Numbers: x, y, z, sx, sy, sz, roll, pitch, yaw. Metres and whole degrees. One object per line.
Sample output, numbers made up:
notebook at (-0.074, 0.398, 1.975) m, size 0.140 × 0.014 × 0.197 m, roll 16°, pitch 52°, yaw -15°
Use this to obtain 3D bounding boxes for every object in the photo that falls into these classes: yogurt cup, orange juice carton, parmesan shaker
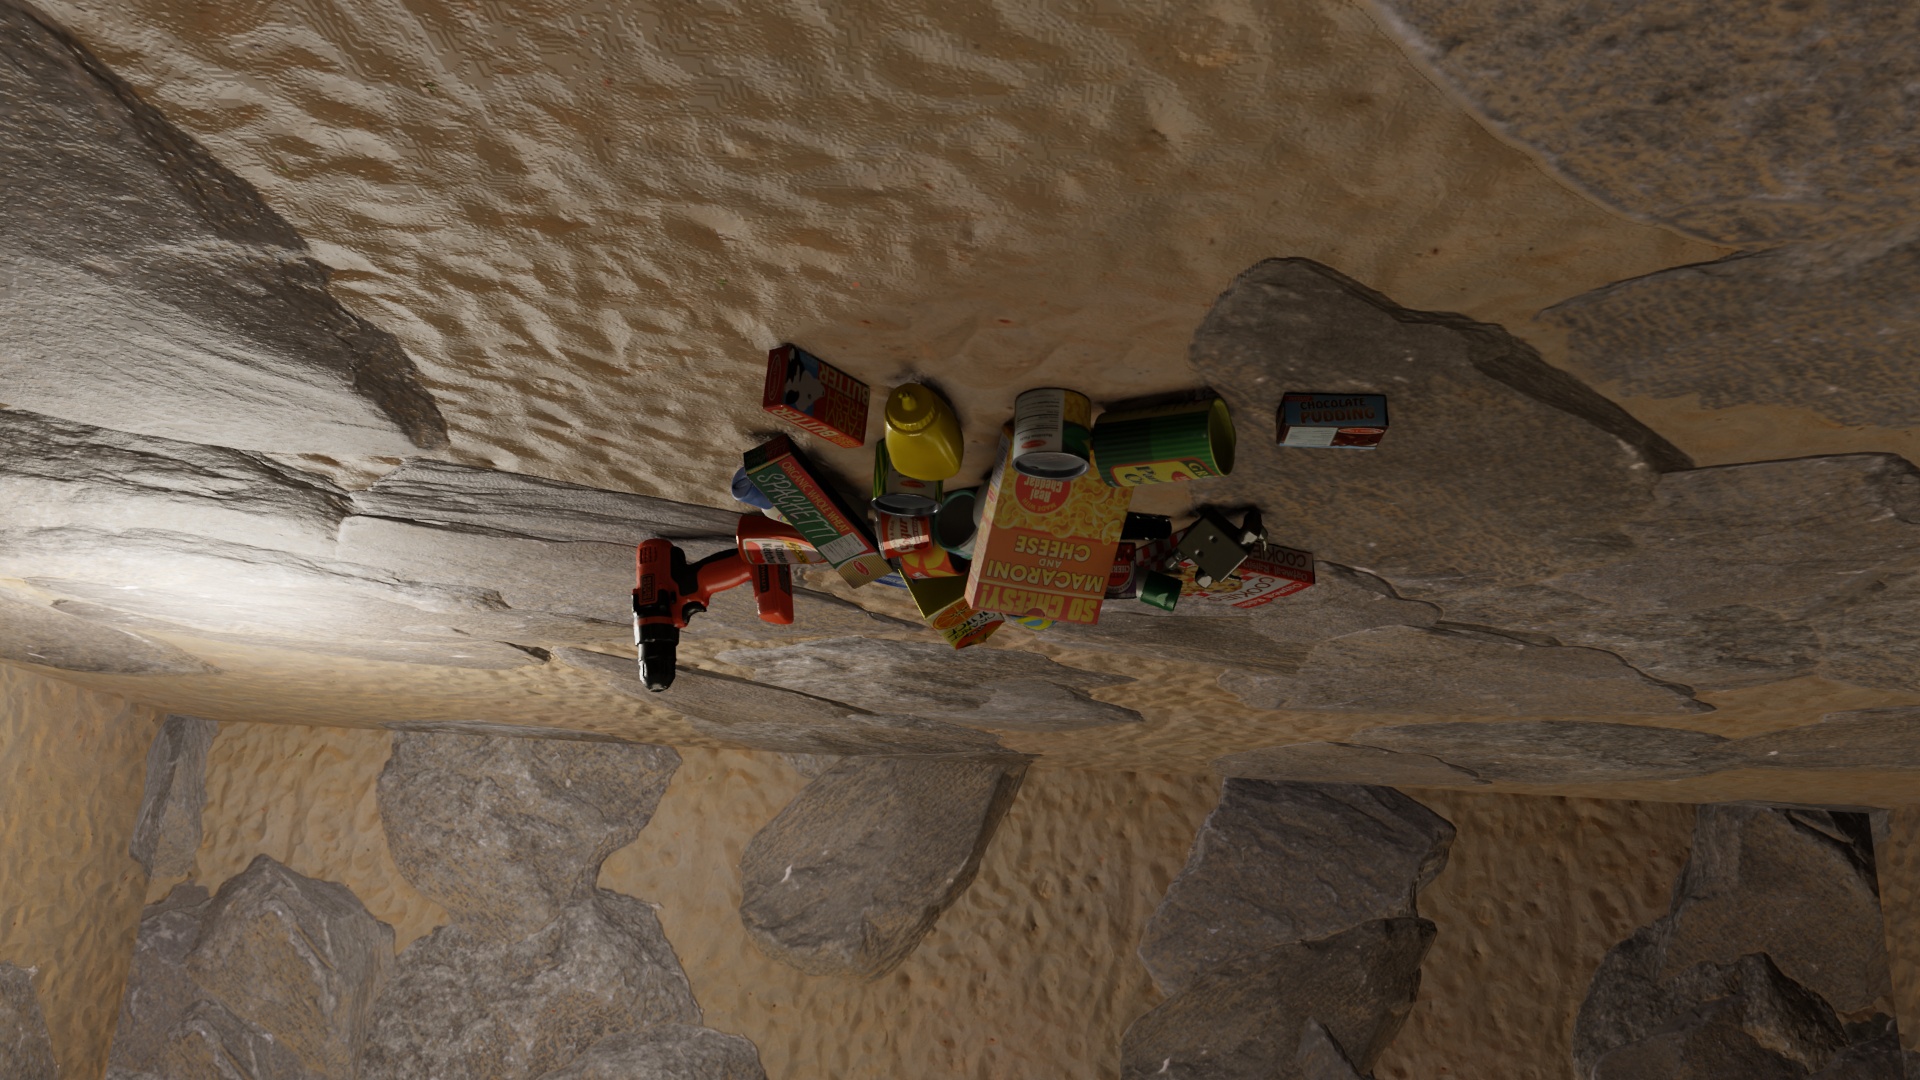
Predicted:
yogurt cup at (-0.057, -0.016, 1.430) m, size 0.054 × 0.072 × 0.072 m, roll -6°, pitch 162°, yaw 3°
orange juice carton at (-0.003, 0.071, 1.644) m, size 0.073 × 0.072 × 0.192 m, roll -30°, pitch 158°, yaw 3°
parmesan shaker at (0.172, -0.081, 1.166) m, size 0.103 × 0.071 × 0.071 m, roll -6°, pitch 160°, yaw 29°

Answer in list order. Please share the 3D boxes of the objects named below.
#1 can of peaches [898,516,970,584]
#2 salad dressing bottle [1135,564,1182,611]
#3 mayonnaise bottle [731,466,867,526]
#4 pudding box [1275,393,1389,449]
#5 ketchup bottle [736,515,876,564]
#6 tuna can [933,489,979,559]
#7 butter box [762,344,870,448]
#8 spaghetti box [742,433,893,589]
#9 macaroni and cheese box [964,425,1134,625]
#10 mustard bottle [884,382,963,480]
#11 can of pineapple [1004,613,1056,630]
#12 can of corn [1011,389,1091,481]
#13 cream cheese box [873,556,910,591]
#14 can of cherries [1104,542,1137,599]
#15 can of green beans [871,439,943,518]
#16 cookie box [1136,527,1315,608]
can of peaches at (-0.027, 0.010, 1.493) m, size 0.058 × 0.071 × 0.071 m, roll -6°, pitch 160°, yaw 25°
salad dressing bottle at (0.167, 0.037, 1.515) m, size 0.148 × 0.064 × 0.044 m, roll 18°, pitch -153°, yaw 11°
mayonnaise bottle at (-0.165, -0.038, 1.413) m, size 0.064 × 0.041 × 0.148 m, roll -20°, pitch 152°, yaw 38°
pudding box at (0.305, -0.098, 1.144) m, size 0.084 × 0.030 × 0.049 m, roll 2°, pitch 162°, yaw 5°
ketchup bottle at (-0.169, 0.000, 1.535) m, size 0.149 × 0.044 × 0.064 m, roll 1°, pitch 145°, yaw 6°
tuna can at (0.005, -0.018, 1.411) m, size 0.071 × 0.071 × 0.033 m, roll -10°, pitch 157°, yaw 38°
butter box at (-0.116, -0.116, 1.132) m, size 0.024 × 0.053 × 0.103 m, roll -7°, pitch 160°, yaw 36°
spaghetti box at (-0.137, -0.024, 1.378) m, size 0.050 × 0.029 × 0.249 m, roll -24°, pitch 146°, yaw 9°
macaroni and cheese box at (0.082, -0.011, 1.255) m, size 0.124 × 0.165 × 0.040 m, roll 8°, pitch -163°, yaw -15°
mustard bottle at (-0.035, -0.097, 1.183) m, size 0.065 × 0.049 × 0.159 m, roll 1°, pitch 162°, yaw 7°
can of pineapple at (0.086, 0.070, 1.675) m, size 0.071 × 0.071 × 0.058 m, roll -6°, pitch 160°, yaw 27°
can of corn at (0.078, -0.088, 1.172) m, size 0.071 × 0.058 × 0.071 m, roll 3°, pitch 163°, yaw 1°
cream cheese box at (-0.078, 0.038, 1.677) m, size 0.104 × 0.024 × 0.053 m, roll 17°, pitch 157°, yaw -37°
can of cherries at (0.153, 0.031, 1.456) m, size 0.071 × 0.058 × 0.071 m, roll 0°, pitch -178°, yaw 0°
can of green beans at (-0.048, -0.059, 1.294) m, size 0.071 × 0.058 × 0.071 m, roll 3°, pitch 163°, yaw 1°
cookie box at (0.292, 0.034, 1.557) m, size 0.167 × 0.040 × 0.122 m, roll 12°, pitch 160°, yaw -24°
